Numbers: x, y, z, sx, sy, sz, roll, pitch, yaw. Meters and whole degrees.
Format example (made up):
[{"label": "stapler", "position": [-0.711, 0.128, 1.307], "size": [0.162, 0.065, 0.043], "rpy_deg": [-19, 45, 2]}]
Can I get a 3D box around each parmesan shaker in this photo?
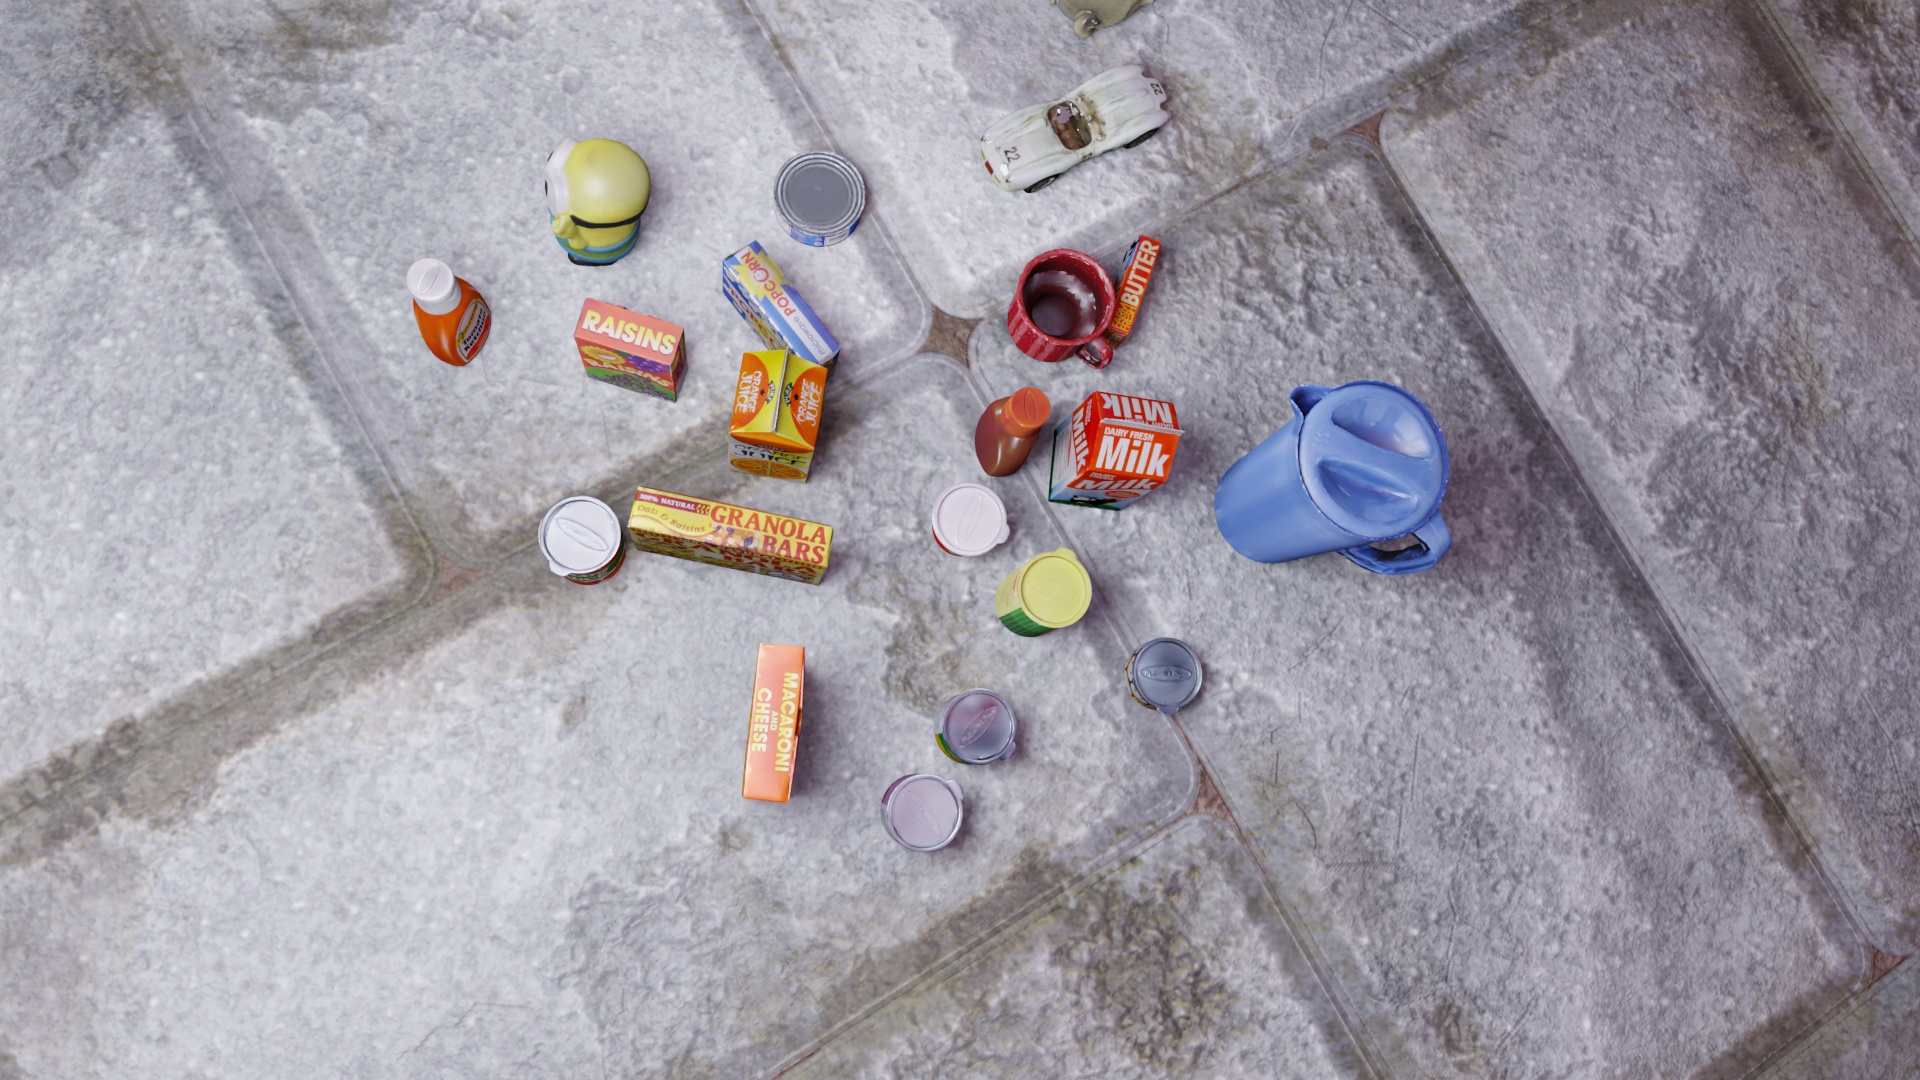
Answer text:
[{"label": "parmesan shaker", "position": [0.074, 0.048, 1.244], "size": [0.071, 0.103, 0.071], "rpy_deg": [2, 81, -9]}]

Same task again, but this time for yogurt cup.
[{"label": "yogurt cup", "position": [0.005, -0.016, 1.268], "size": [0.072, 0.054, 0.072], "rpy_deg": [2, 80, -9]}]

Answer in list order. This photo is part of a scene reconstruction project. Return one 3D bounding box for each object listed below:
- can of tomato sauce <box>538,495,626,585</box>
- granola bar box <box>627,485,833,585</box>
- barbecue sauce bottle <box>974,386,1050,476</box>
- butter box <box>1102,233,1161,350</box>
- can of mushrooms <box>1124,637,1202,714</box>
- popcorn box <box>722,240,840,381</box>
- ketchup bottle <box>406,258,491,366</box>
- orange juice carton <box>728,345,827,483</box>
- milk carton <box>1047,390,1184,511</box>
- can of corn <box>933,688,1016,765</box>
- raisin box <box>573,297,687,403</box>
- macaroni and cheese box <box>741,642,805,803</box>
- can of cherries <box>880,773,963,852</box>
[{"label": "can of tomato sauce", "position": [-0.324, 0.003, 1.195], "size": [0.071, 0.083, 0.071], "rpy_deg": [2, 81, -9]}, {"label": "granola bar box", "position": [-0.196, -0.003, 1.196], "size": [0.166, 0.124, 0.039], "rpy_deg": [12, 79, -7]}, {"label": "barbecue sauce bottle", "position": [0.046, -0.101, 1.241], "size": [0.044, 0.148, 0.065], "rpy_deg": [-5, 82, -10]}, {"label": "butter box", "position": [0.160, -0.237, 1.333], "size": [0.024, 0.053, 0.103], "rpy_deg": [22, 78, -5]}, {"label": "can of mushrooms", "position": [0.187, 0.126, 1.285], "size": [0.071, 0.033, 0.071], "rpy_deg": [2, 80, -9]}, {"label": "popcorn box", "position": [-0.163, -0.200, 1.256], "size": [0.038, 0.085, 0.126], "rpy_deg": [-38, 88, -13]}, {"label": "ketchup bottle", "position": [-0.436, -0.197, 1.177], "size": [0.043, 0.148, 0.065], "rpy_deg": [23, 78, -5]}, {"label": "orange juice carton", "position": [-0.157, -0.106, 1.186], "size": [0.073, 0.192, 0.072], "rpy_deg": [10, 79, -8]}, {"label": "milk carton", "position": [0.136, -0.081, 1.231], "size": [0.072, 0.190, 0.073], "rpy_deg": [8, 80, -8]}, {"label": "can of corn", "position": [0.014, 0.168, 1.236], "size": [0.071, 0.058, 0.071], "rpy_deg": [2, 80, -9]}, {"label": "raisin box", "position": [-0.284, -0.164, 1.210], "size": [0.086, 0.123, 0.040], "rpy_deg": [17, 79, -6]}, {"label": "macaroni and cheese box", "position": [-0.156, 0.153, 1.155], "size": [0.040, 0.166, 0.124], "rpy_deg": [6, 80, -8]}, {"label": "can of cherries", "position": [-0.033, 0.236, 1.216], "size": [0.071, 0.058, 0.071], "rpy_deg": [2, 80, -9]}]
